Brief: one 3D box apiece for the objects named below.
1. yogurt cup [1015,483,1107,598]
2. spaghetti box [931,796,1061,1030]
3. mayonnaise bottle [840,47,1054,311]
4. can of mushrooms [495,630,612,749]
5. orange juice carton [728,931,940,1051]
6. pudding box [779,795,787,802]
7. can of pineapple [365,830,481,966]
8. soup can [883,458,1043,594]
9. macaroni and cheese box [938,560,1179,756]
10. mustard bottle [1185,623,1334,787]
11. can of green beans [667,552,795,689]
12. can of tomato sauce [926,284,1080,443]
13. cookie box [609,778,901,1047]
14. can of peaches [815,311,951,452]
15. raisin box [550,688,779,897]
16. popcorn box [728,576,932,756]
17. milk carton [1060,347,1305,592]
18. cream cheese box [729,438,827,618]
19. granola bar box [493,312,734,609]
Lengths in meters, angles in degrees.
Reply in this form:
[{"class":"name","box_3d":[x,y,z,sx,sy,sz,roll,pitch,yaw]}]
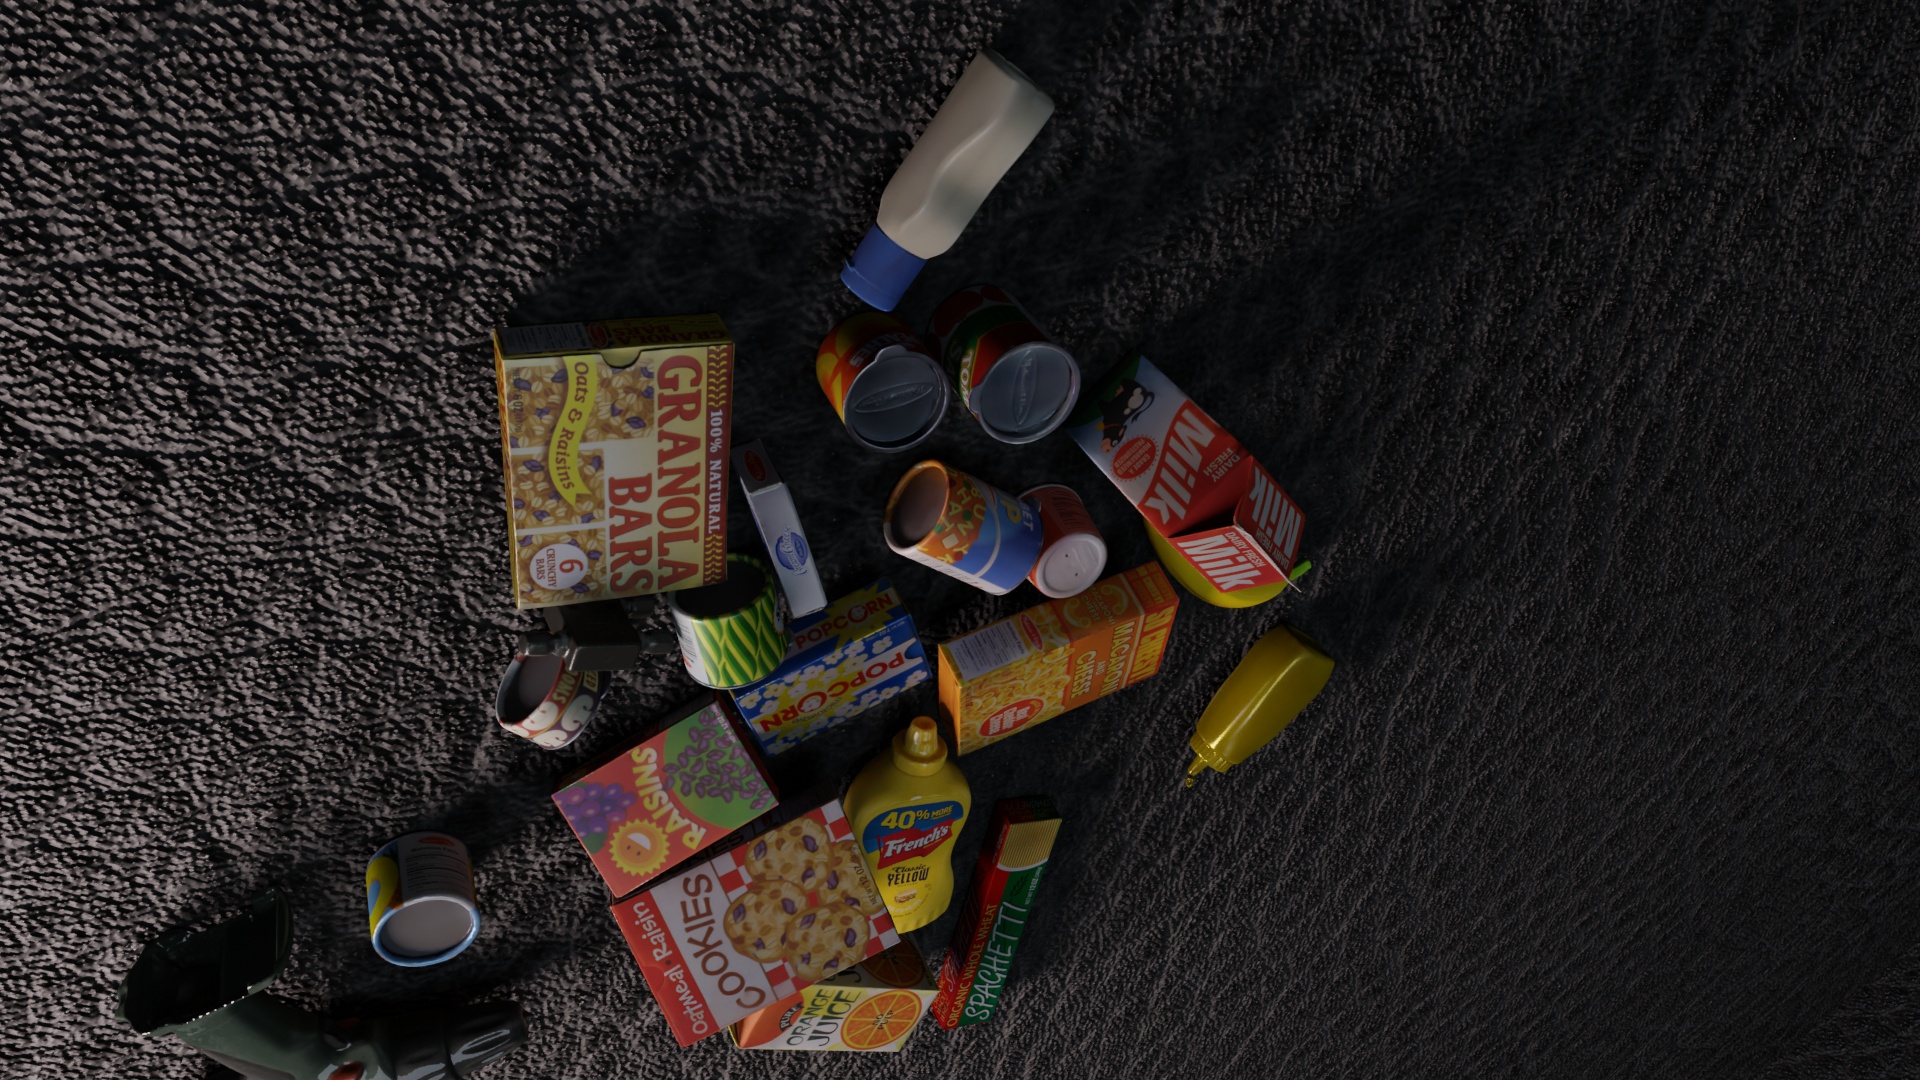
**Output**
[{"class":"yogurt cup","box_3d":[0.064,0.003,0.949,0.072,0.054,0.072,-14,128,-18]},{"class":"spaghetti box","box_3d":[0.028,0.320,1.175,0.050,0.029,0.248,0,123,-26]},{"class":"mayonnaise bottle","box_3d":[-0.011,-0.195,0.766,0.041,0.065,0.147,24,113,-35]},{"class":"can of mushrooms","box_3d":[-0.247,0.089,0.843,0.071,0.071,0.033,-45,129,8]},{"class":"orange juice carton","box_3d":[-0.121,0.348,1.091,0.193,0.072,0.072,16,114,-35]},{"class":"pudding box","box_3d":[-0.164,0.198,0.989,0.083,0.030,0.049,30,107,-39]},{"class":"can of pineapple","box_3d":[-0.349,0.234,0.902,0.071,0.058,0.070,-14,128,-18]},{"class":"soup can","box_3d":[0.003,-0.011,0.901,0.084,0.071,0.071,25,109,-37]},{"class":"macaroni and cheese box","box_3d":[0.067,0.085,0.994,0.167,0.040,0.123,-21,152,-13]},{"class":"mustard bottle","box_3d":[0.233,0.141,1.138,0.065,0.049,0.160,29,108,-38]},{"class":"can of green beans","box_3d":[-0.145,0.049,0.868,0.071,0.071,0.057,-18,129,-15]},{"class":"can of tomato sauce","box_3d":[0.022,-0.106,0.830,0.071,0.083,0.070,-13,128,-18]},{"class":"cookie box","box_3d":[-0.142,0.259,0.967,0.168,0.040,0.122,-24,107,-9]},{"class":"can of peaches","box_3d":[-0.046,-0.096,0.819,0.071,0.058,0.071,-13,127,-17]},{"class":"raisin box","box_3d":[-0.195,0.166,0.923,0.123,0.040,0.086,-30,102,-5]},{"class":"popcorn box","box_3d":[-0.089,0.086,0.929,0.127,0.038,0.084,-26,144,-8]},{"class":"milk carton","box_3d":[0.145,-0.037,0.870,0.073,0.191,0.072,-44,131,8]},{"class":"cream cheese box","box_3d":[-0.111,-0.007,0.853,0.024,0.053,0.103,-22,130,-9]},{"class":"granola bar box","box_3d":[-0.196,-0.043,0.793,0.124,0.039,0.164,-8,126,-23]}]
